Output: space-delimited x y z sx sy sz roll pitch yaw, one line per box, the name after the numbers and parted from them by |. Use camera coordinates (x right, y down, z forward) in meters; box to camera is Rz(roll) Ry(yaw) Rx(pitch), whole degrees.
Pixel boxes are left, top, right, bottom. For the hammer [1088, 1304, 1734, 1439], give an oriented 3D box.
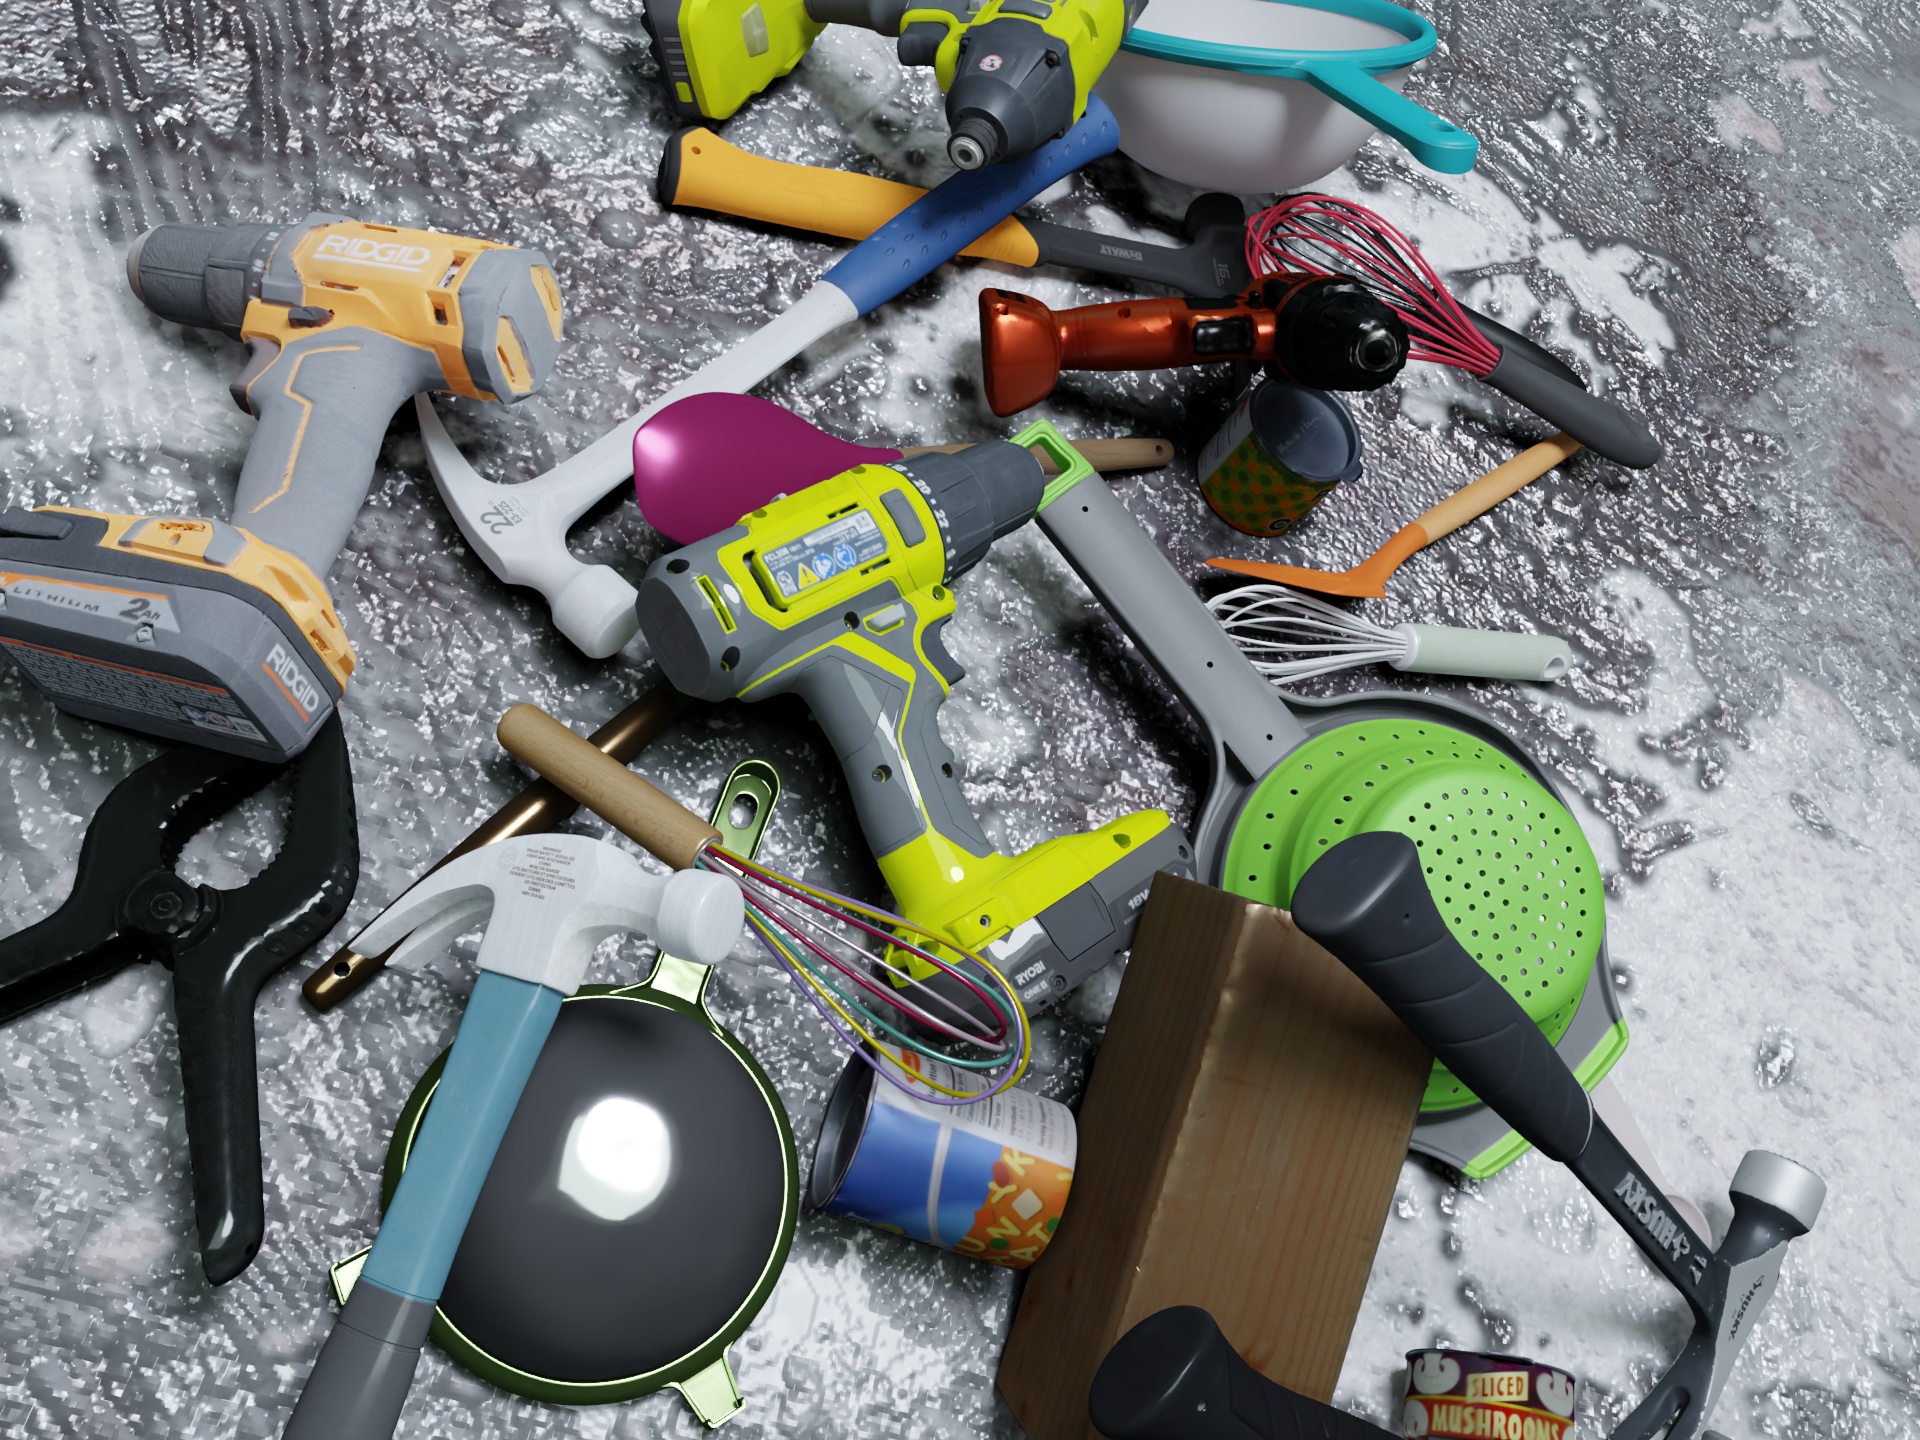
0.170 0.282 0.553 0.334 0.035 0.146 33 78 -28 | hammer

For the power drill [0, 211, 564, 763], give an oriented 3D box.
-0.279 -0.108 0.611 0.185 0.084 0.226 12 60 13 | power drill

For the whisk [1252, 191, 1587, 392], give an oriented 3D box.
0.276 -0.244 0.944 0.239 0.055 0.055 25 58 -14 | whisk

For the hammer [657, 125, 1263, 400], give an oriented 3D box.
0.009 -0.254 0.844 0.336 0.034 0.127 5 62 -20 | hammer

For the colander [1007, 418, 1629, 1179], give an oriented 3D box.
0.154 0.016 0.691 0.204 0.094 0.397 -37 86 -14 | colander

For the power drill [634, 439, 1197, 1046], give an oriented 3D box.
-0.001 -0.002 0.662 0.190 0.080 0.228 -29 88 -31 | power drill

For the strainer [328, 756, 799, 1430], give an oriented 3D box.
-0.109 0.115 0.587 0.151 0.069 0.256 23 60 -10 | strainer

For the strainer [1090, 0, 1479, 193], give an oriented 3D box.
0.171 -0.318 0.853 0.211 0.095 0.341 -6 38 -15 | strainer

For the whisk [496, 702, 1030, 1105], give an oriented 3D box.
-0.076 0.059 0.591 0.245 0.047 0.051 32 45 17 | whisk

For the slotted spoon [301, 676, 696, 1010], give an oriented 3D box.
-0.141 0.006 0.656 0.070 0.031 0.314 43 59 3 | slotted spoon

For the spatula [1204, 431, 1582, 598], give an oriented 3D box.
0.263 -0.118 0.871 0.322 0.041 0.081 -30 34 -35 | spatula

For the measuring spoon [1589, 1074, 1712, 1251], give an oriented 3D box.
0.310 0.199 0.752 0.034 0.018 0.124 -11 63 -27 | measuring spoon

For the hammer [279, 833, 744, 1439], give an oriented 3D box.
-0.179 0.190 0.493 0.128 0.033 0.331 10 71 26 | hammer

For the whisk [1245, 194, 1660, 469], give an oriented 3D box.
0.284 -0.212 0.898 0.295 0.073 0.073 23 58 -18 | whisk

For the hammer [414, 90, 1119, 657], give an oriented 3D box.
-0.070 -0.197 0.749 0.144 0.035 0.405 42 63 10 | hammer

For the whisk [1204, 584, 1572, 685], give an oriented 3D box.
0.219 -0.039 0.816 0.246 0.057 0.059 3 32 -26 | whisk

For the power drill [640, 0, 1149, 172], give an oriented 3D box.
-0.038 -0.342 0.785 0.223 0.080 0.171 17 58 20 | power drill

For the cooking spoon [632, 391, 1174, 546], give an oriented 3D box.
-0.010 -0.119 0.736 0.318 0.017 0.069 -11 96 -41 | cooking spoon

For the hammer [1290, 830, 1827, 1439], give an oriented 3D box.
0.228 0.160 0.591 0.408 0.036 0.149 43 73 -37 | hammer
